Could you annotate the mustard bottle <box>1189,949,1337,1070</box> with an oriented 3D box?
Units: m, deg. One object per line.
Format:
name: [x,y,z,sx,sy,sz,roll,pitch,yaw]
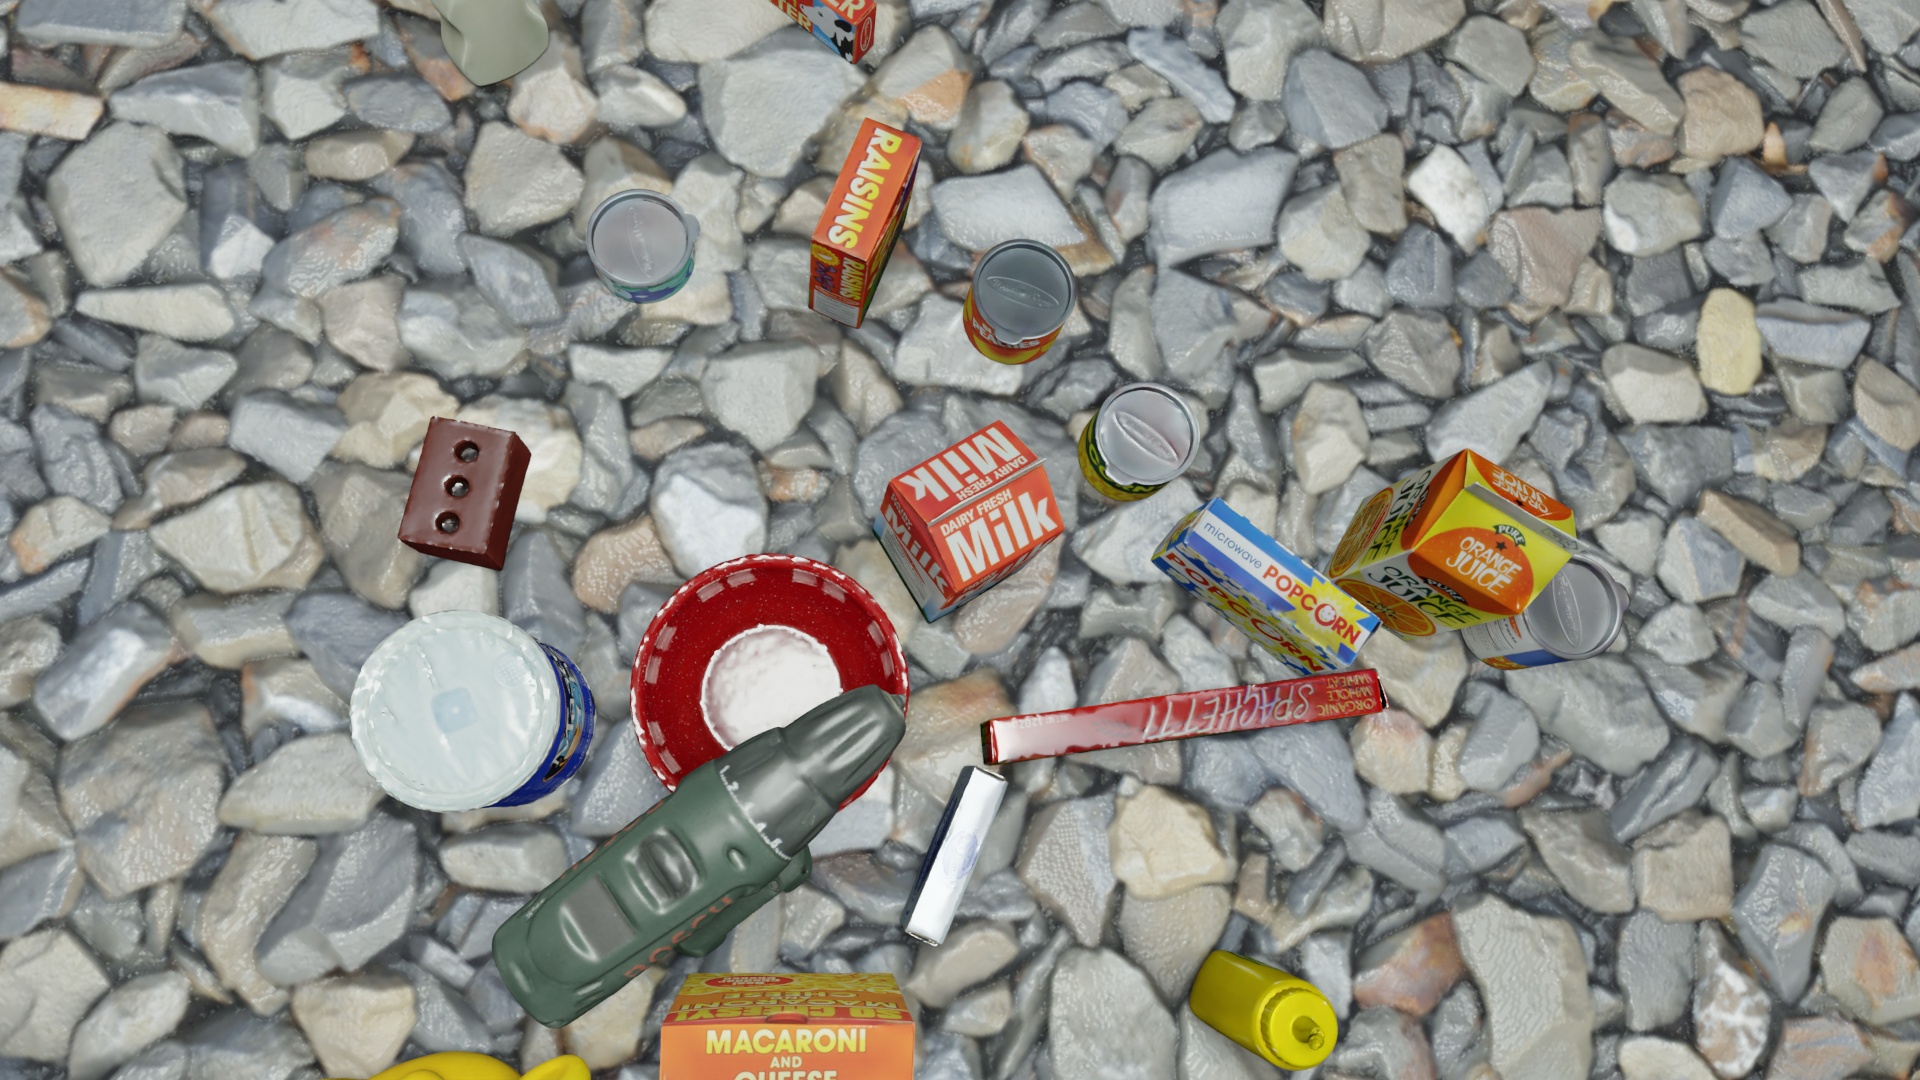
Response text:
mustard bottle: [0.177,0.267,0.780,0.065,0.160,0.049,26,78,-2]

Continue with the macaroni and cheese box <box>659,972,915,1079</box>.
macaroni and cheese box: [-0.092,0.262,0.745,0.124,0.166,0.040,2,80,-7]

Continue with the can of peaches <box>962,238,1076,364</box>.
can of peaches: [0.036,-0.150,0.893,0.071,0.058,0.071,1,80,-7]

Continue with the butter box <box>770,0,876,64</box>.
butter box: [-0.103,-0.365,0.919,0.103,0.053,0.024,39,78,1]

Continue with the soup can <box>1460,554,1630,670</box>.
soup can: [0.370,0.047,0.884,0.071,0.083,0.071,1,80,-7]

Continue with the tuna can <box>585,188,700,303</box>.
tuna can: [-0.200,-0.187,0.884,0.071,0.032,0.071,1,79,-7]

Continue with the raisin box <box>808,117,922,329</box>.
raisin box: [-0.060,-0.192,0.856,0.040,0.123,0.086,23,78,-2]

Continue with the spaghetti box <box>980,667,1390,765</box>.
spaghetti box: [0.138,0.109,0.861,0.250,0.050,0.029,-7,81,-8]

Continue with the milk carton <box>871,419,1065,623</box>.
milk carton: [0.003,-0.010,0.795,0.072,0.190,0.073,-30,85,-11]

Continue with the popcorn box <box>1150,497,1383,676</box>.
popcorn box: [0.187,0.030,0.864,0.127,0.085,0.038,37,78,1]

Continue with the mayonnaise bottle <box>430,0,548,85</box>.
mayonnaise bottle: [-0.293,-0.334,0.841,0.065,0.148,0.041,-35,86,-11]

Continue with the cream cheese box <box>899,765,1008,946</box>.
cream cheese box: [-0.004,0.186,0.828,0.024,0.053,0.104,24,78,-2]

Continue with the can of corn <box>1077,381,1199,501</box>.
can of corn: [0.111,-0.060,0.885,0.071,0.058,0.071,1,80,-7]

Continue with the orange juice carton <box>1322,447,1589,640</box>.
orange juice carton: [0.291,0.003,0.827,0.072,0.192,0.073,31,78,-1]
